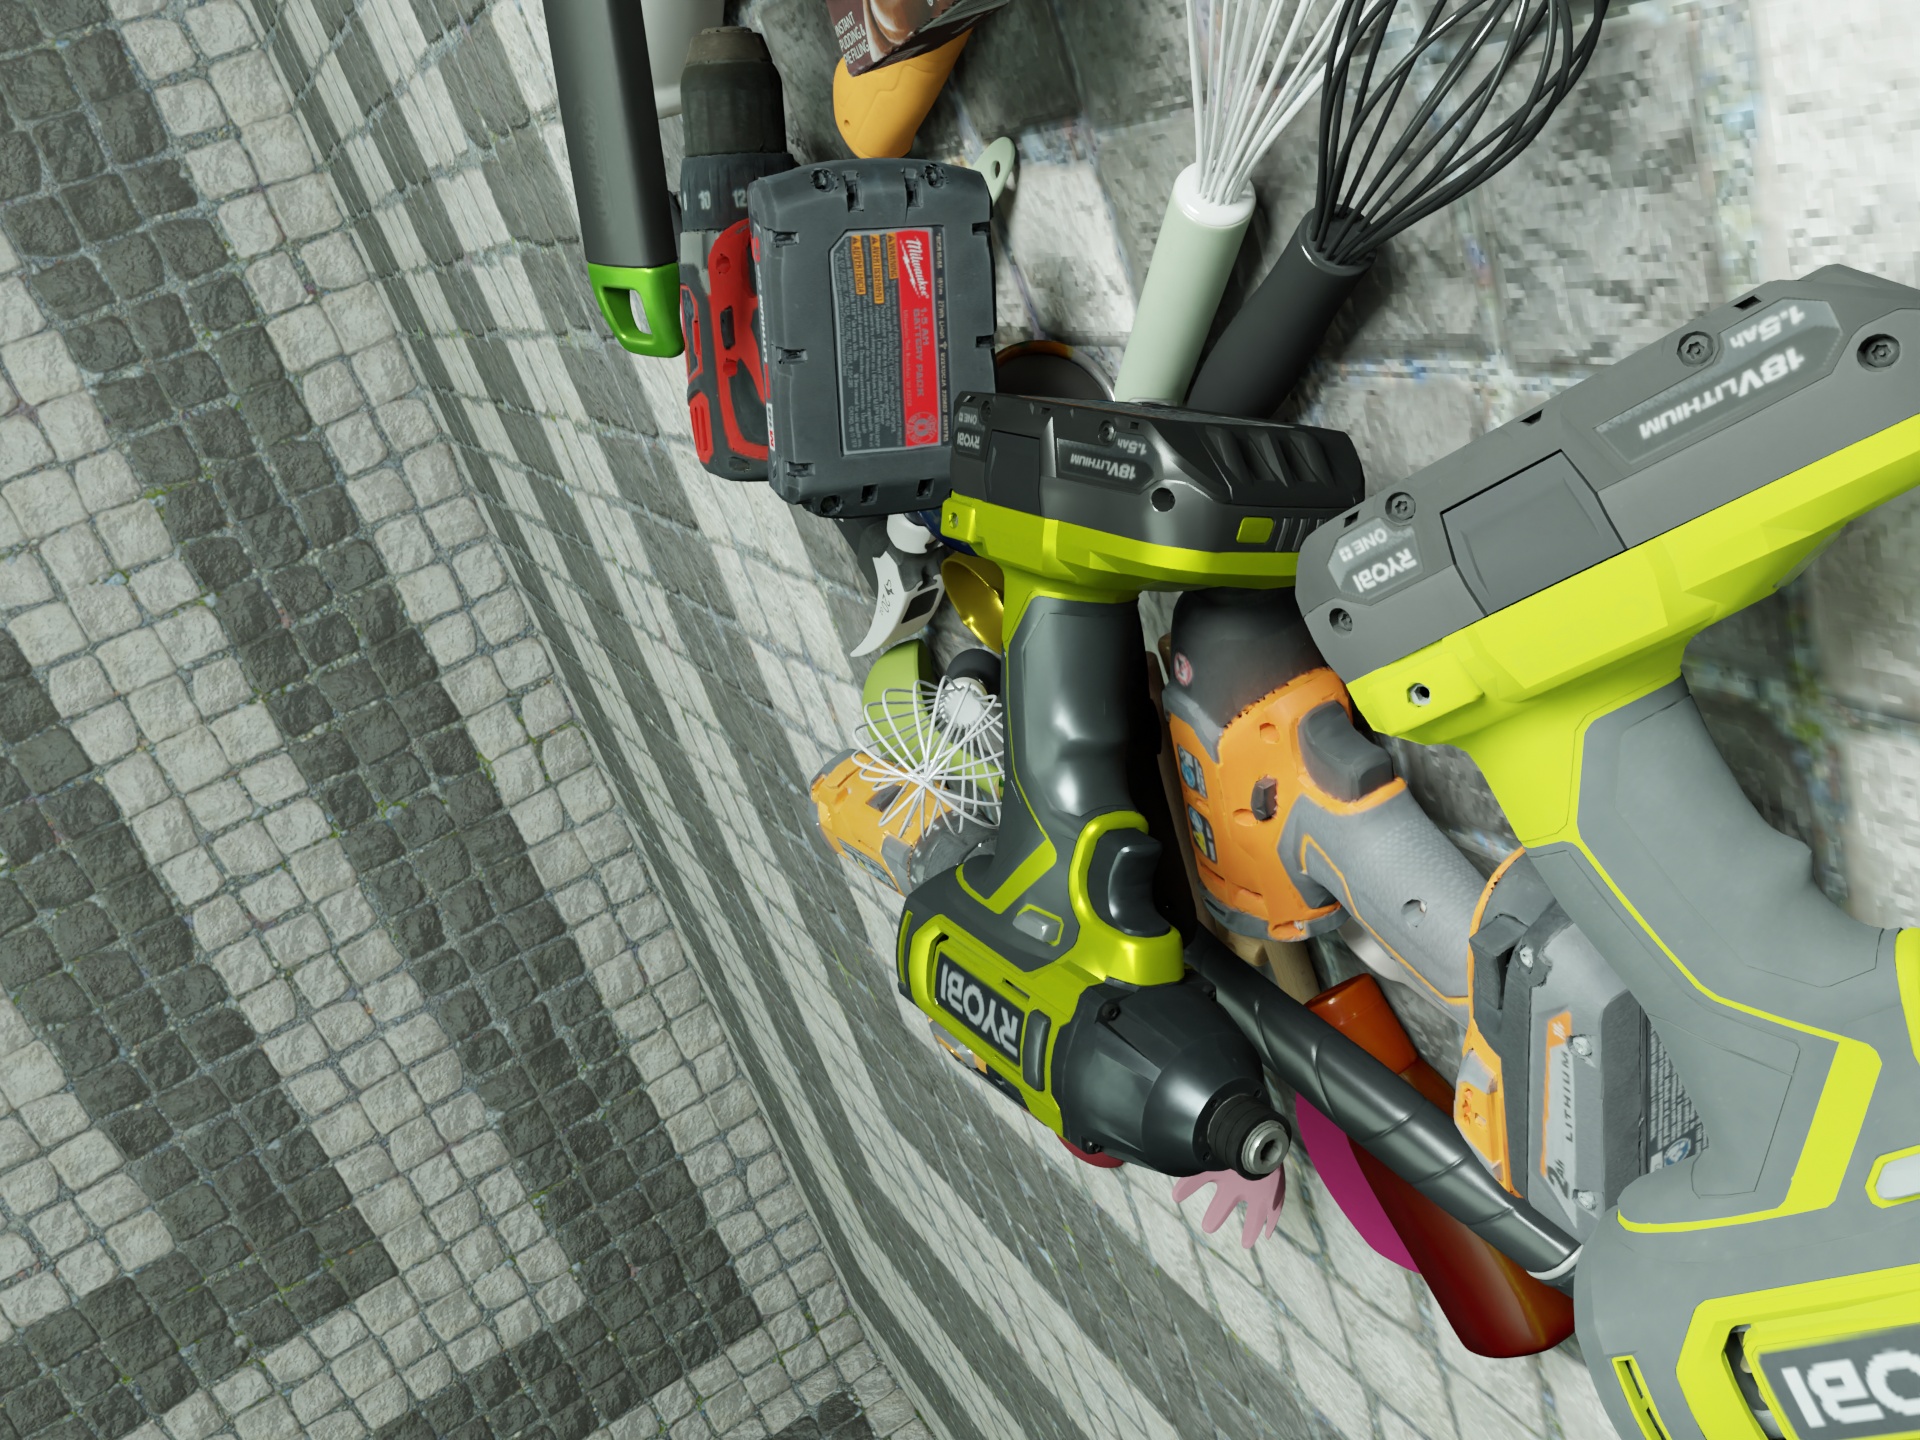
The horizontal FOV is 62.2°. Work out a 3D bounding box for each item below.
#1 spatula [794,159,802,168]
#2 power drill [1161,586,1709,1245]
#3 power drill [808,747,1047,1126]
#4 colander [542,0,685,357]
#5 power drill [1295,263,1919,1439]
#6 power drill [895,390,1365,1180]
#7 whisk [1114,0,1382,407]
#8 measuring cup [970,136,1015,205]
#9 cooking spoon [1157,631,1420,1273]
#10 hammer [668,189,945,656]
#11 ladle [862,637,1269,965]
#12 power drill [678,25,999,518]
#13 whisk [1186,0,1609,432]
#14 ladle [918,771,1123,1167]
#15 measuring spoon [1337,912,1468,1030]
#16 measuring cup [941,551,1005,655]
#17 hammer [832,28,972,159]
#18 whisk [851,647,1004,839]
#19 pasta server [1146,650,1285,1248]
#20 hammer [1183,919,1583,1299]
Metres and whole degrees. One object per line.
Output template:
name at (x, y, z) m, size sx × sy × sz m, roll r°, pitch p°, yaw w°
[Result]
spatula at (-0.083, -0.258, 0.741) m, size 0.316 × 0.018 × 0.059 m, roll 50°, pitch 130°, yaw 46°
power drill at (0.141, 0.035, 0.497) m, size 0.227 × 0.084 × 0.164 m, roll 43°, pitch 154°, yaw 54°
power drill at (0.021, 0.126, 0.880) m, size 0.185 × 0.084 × 0.226 m, roll 24°, pitch 150°, yaw 50°
colander at (-0.110, -0.327, 0.532) m, size 0.205 × 0.094 × 0.396 m, roll 15°, pitch 124°, yaw 33°
power drill at (0.184, 0.033, 0.309) m, size 0.190 × 0.080 × 0.228 m, roll -29°, pitch 84°, yaw 36°
power drill at (0.049, 0.018, 0.490) m, size 0.171 × 0.080 × 0.223 m, roll 26°, pitch 115°, yaw 55°
whisk at (0.075, -0.160, 0.462) m, size 0.246 × 0.058 × 0.059 m, roll 102°, pitch 171°, yaw -67°
measuring cup at (-0.003, -0.177, 0.662) m, size 0.167 × 0.038 × 0.083 m, roll -48°, pitch 55°, yaw 52°
cooking spoon at (0.143, 0.107, 0.683) m, size 0.069 × 0.017 × 0.318 m, roll 8°, pitch 124°, yaw 60°
hammer at (-0.108, -0.184, 0.912) m, size 0.335 × 0.035 × 0.146 m, roll 56°, pitch 155°, yaw 23°
ladle at (0.049, 0.039, 0.826) m, size 0.320 × 0.062 × 0.078 m, roll 32°, pitch 143°, yaw 45°
power drill at (-0.064, -0.177, 0.620) m, size 0.227 × 0.080 × 0.187 m, roll -143°, pitch 47°, yaw -63°
whisk at (0.099, -0.129, 0.431) m, size 0.055 × 0.055 × 0.239 m, roll 59°, pitch 165°, yaw 10°
ladle at (0.034, 0.163, 1.046) m, size 0.315 × 0.031 × 0.069 m, roll 68°, pitch 160°, yaw -10°
measuring spoon at (0.187, 0.101, 0.574) m, size 0.124 × 0.018 × 0.034 m, roll 37°, pitch 163°, yaw 40°
measuring cup at (0.050, -0.022, 0.758) m, size 0.156 × 0.029 × 0.062 m, roll 51°, pitch 163°, yaw -2°
hammer at (0.014, -0.258, 0.493) m, size 0.127 × 0.034 × 0.337 m, roll 63°, pitch 162°, yaw 0°
whisk at (0.000, -0.001, 0.719) m, size 0.285 × 0.070 × 0.070 m, roll -64°, pitch -51°, yaw -79°
pasta server at (0.104, 0.111, 0.709) m, size 0.060 × 0.040 × 0.316 m, roll 12°, pitch 129°, yaw 39°
hammer at (0.211, 0.185, 0.515) m, size 0.409 × 0.036 × 0.149 m, roll 37°, pitch 148°, yaw 39°
